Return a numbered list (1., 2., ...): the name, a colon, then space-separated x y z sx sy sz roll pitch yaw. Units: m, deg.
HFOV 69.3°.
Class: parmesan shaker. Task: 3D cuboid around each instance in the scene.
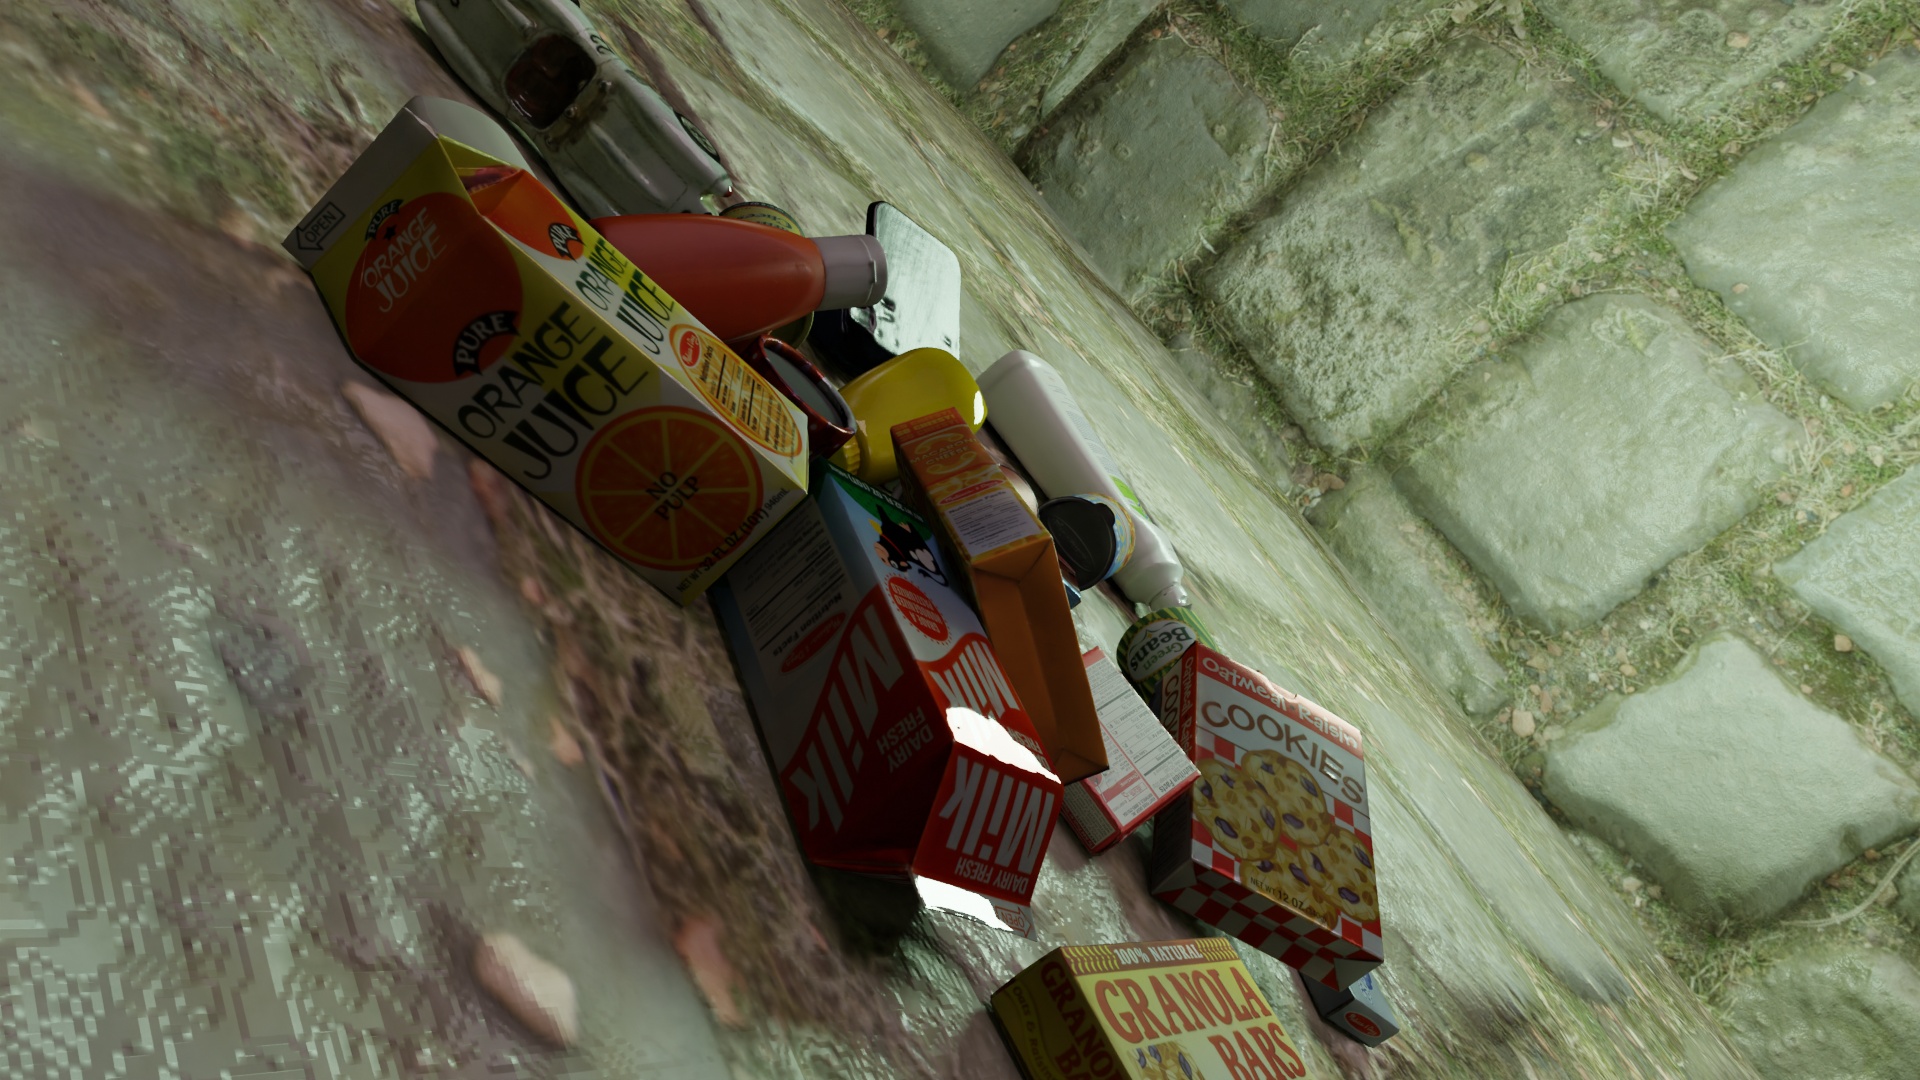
1. parmesan shaker: -0.123 -0.152 0.806 0.071 0.071 0.103 40 17 -25

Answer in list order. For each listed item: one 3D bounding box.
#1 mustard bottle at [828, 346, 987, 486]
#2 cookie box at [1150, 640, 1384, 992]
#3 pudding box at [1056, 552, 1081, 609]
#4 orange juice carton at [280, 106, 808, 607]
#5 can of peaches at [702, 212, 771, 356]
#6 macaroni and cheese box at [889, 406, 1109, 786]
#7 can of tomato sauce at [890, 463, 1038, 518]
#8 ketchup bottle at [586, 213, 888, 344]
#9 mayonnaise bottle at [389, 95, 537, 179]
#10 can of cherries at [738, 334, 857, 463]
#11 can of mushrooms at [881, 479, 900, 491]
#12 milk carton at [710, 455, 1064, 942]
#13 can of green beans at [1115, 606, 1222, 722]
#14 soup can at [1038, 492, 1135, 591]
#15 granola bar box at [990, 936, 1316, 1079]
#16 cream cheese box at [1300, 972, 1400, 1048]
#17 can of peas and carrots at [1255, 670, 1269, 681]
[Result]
1. mustard bottle: -0.049 -0.061 0.766 0.161 0.048 0.065 -30 85 -50
2. cookie box: 0.171 0.147 0.776 0.123 0.040 0.168 29 37 -11
3. pudding box: 0.040 0.012 0.904 0.083 0.030 0.050 43 15 -16
4. orange juice carton: -0.150 -0.070 0.523 0.192 0.071 0.073 41 17 -23
5. can of peaches: -0.131 -0.124 0.719 0.058 0.071 0.071 41 17 -27
6. macaroni and cheese box: 0.014 0.022 0.657 0.167 0.040 0.123 -122 -165 -62
7. can of tomato sauce: 0.003 -0.010 0.793 0.071 0.071 0.083 51 17 10
8. ketchup bottle: -0.106 -0.126 0.668 0.149 0.064 0.043 -11 16 -33
9. mayonnaise bottle: -0.194 -0.127 0.604 0.148 0.041 0.065 55 18 19
10. can of cherries: -0.094 -0.057 0.666 0.071 0.058 0.072 44 16 -16
11. can of mushrooms: -0.040 -0.060 0.858 0.071 0.033 0.071 43 16 -15
12. milk carton: -0.026 0.064 0.528 0.072 0.073 0.191 31 23 -46
13. can of green beans: 0.145 0.087 0.935 0.071 0.071 0.058 35 20 -40
14. soup can: 0.087 -0.002 0.984 0.071 0.071 0.084 50 16 8
15. granola bar box: 0.092 0.218 0.538 0.165 0.039 0.124 23 30 -56
16. cream cheese box: 0.219 0.247 0.829 0.053 0.024 0.104 40 18 -31
17. can of peas and carrots: 0.208 0.133 0.987 0.059 0.071 0.071 49 16 5
